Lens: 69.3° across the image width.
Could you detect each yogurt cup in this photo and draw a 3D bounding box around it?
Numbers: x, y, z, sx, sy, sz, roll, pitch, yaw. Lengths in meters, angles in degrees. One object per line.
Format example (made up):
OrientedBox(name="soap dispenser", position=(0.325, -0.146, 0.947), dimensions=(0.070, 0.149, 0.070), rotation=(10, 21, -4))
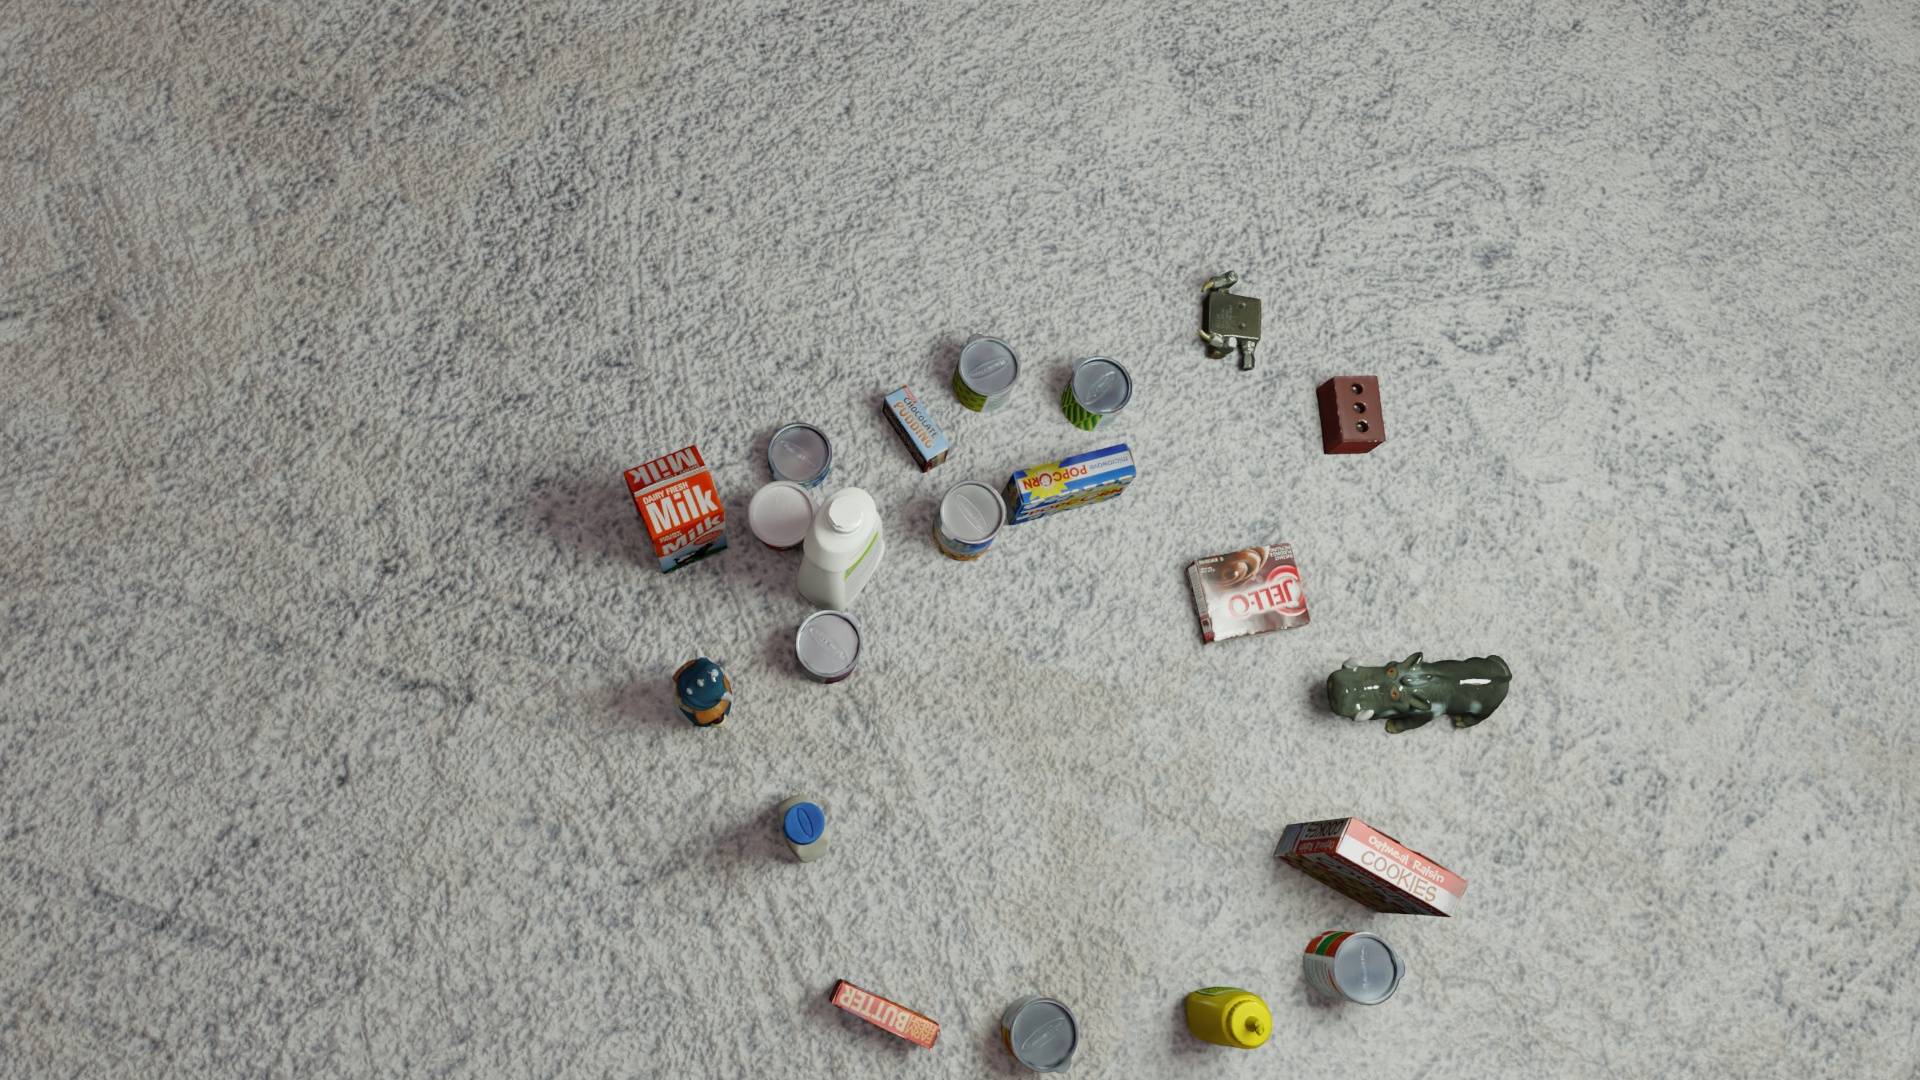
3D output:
OrientedBox(name="yogurt cup", position=(-0.181, -0.021, 1.407), dimensions=(0.072, 0.053, 0.072), rotation=(2, 76, -7))

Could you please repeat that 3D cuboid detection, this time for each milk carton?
OrientedBox(name="milk carton", position=(-0.271, -0.032, 1.327), dimensions=(0.072, 0.190, 0.073), rotation=(-23, 80, -12))

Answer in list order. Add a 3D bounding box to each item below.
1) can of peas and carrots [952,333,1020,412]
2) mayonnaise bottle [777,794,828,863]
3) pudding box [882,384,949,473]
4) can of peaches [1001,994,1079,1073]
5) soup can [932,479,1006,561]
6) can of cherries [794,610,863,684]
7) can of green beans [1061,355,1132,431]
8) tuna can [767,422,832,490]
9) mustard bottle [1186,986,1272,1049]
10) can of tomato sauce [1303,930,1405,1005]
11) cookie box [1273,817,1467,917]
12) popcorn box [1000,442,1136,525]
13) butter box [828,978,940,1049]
OrientedBox(name="can of peas and carrots", position=(0.025, -0.177, 1.472), dimensions=(0.071, 0.058, 0.071), rotation=(2, 76, -7))
OrientedBox(name="mayonnaise bottle", position=(-0.145, 0.265, 1.288), dimensions=(0.041, 0.147, 0.065), rotation=(-24, 80, -12))
OrientedBox(name="pudding box", position=(-0.047, -0.117, 1.451), dimensions=(0.030, 0.049, 0.084), rotation=(-32, 82, -14))
OrientedBox(name="can of peaches", position=(0.076, 0.467, 1.313), dimensions=(0.071, 0.058, 0.071), rotation=(2, 76, -7))
OrientedBox(name="soup can", position=(0.005, -0.018, 1.415), dimensions=(0.071, 0.083, 0.071), rotation=(2, 76, -7))
OrientedBox(name="can of cherries", position=(-0.129, 0.105, 1.378), dimensions=(0.071, 0.058, 0.071), rotation=(2, 76, -7))
OrientedBox(name="can of green beans", position=(0.145, -0.156, 1.483), dimensions=(0.071, 0.057, 0.071), rotation=(2, 76, -7))
OrientedBox(name="tuna can", position=(-0.168, -0.084, 1.436), dimensions=(0.071, 0.032, 0.071), rotation=(2, 76, -7))
OrientedBox(name="mustard bottle", position=(0.256, 0.444, 1.290), dimensions=(0.065, 0.160, 0.049), rotation=(-2, 77, -8))
OrientedBox(name="can of tomato sauce", position=(0.382, 0.415, 1.354), dimensions=(0.071, 0.083, 0.071), rotation=(2, 76, -7))
OrientedBox(name="cookie box", position=(0.390, 0.314, 1.337), dimensions=(0.123, 0.167, 0.040), rotation=(29, 74, 0))
OrientedBox(name="popcorn box", position=(0.111, -0.057, 1.439), dimensions=(0.127, 0.085, 0.038), rotation=(-15, 79, -11))
OrientedBox(name="butter box", position=(-0.071, 0.443, 1.302), dimensions=(0.103, 0.053, 0.024), rotation=(25, 74, -1))
